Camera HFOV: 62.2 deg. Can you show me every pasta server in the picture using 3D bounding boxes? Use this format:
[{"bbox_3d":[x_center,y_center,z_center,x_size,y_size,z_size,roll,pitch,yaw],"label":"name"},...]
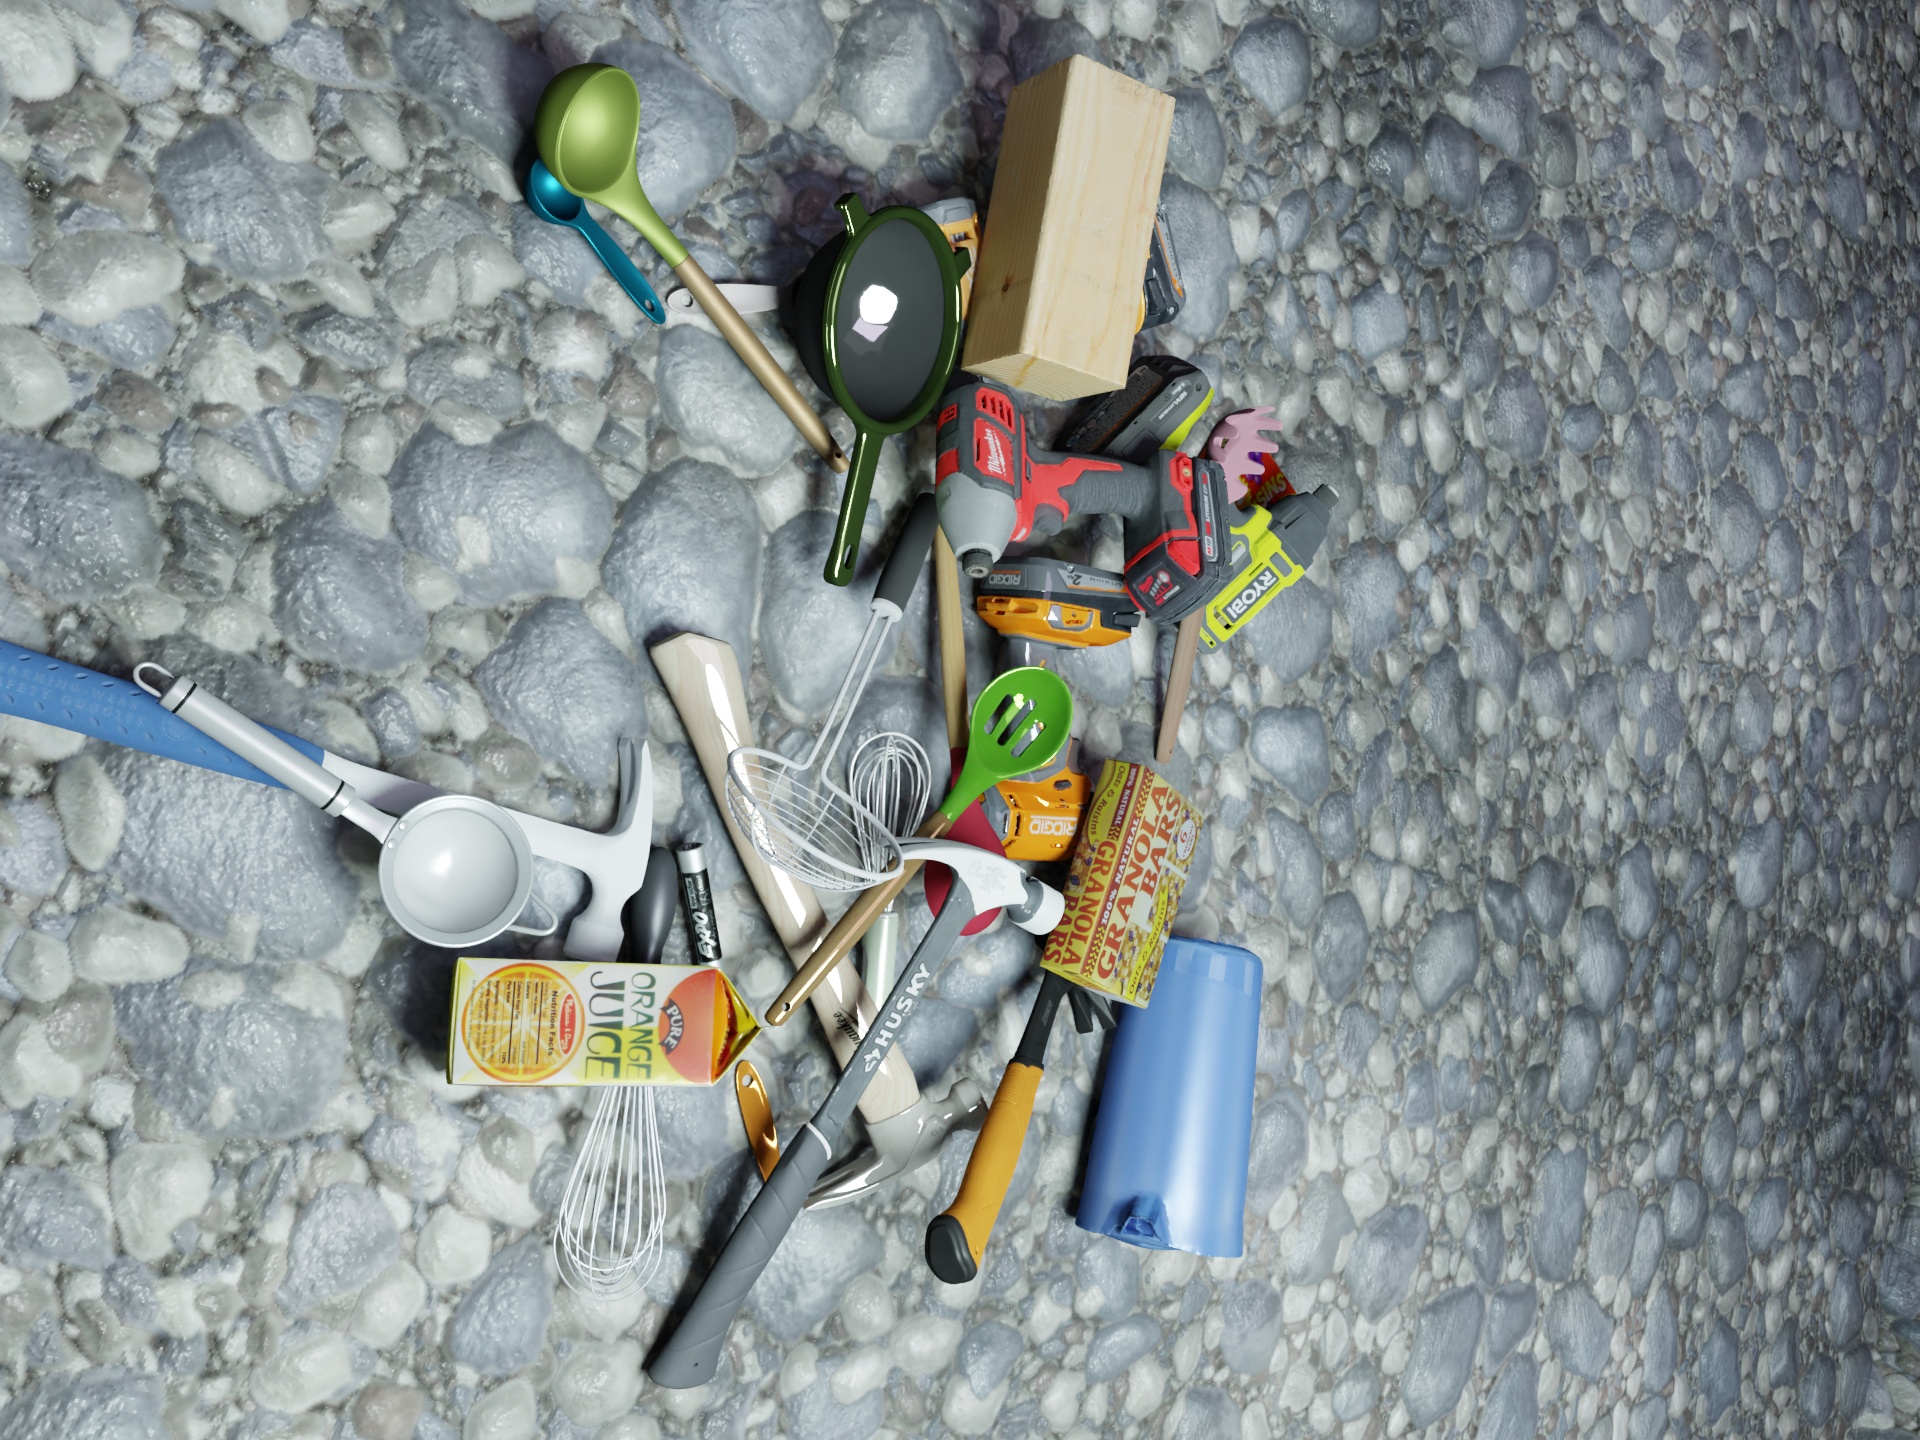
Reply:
[{"bbox_3d":[0.194,-0.101,1.262,0.060,0.040,0.316,-17,127,-38],"label":"pasta server"}]

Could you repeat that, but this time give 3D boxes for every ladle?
[{"bbox_3d":[-0.159,-0.279,1.034,0.078,0.062,0.319,-55,127,-21],"label":"ladle"},{"bbox_3d":[-0.002,-0.004,1.150,0.069,0.031,0.316,5,72,-30],"label":"ladle"}]

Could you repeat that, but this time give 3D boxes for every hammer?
[{"bbox_3d":[-0.354,0.026,0.903,0.405,0.035,0.144,23,77,-37],"label":"hammer"},{"bbox_3d":[-0.087,0.259,1.050,0.149,0.036,0.409,33,87,-36],"label":"hammer"},{"bbox_3d":[0.043,0.268,1.130,0.127,0.034,0.337,65,27,-20],"label":"hammer"},{"bbox_3d":[-0.120,0.134,1.081,0.146,0.038,0.410,-26,103,-13],"label":"hammer"}]

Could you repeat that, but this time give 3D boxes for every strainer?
[{"bbox_3d":[-0.334,0.046,0.872,0.258,0.050,0.087,40,61,-26],"label":"strainer"},{"bbox_3d":[-0.077,-0.223,1.088,0.151,0.069,0.256,0,105,-58],"label":"strainer"}]

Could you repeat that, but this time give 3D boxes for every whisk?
[{"bbox_3d":[-0.211,0.222,1.012,0.070,0.070,0.285,14,77,-38],"label":"whisk"},{"bbox_3d":[-0.057,0.131,1.143,0.059,0.058,0.246,4,91,-5],"label":"whisk"}]

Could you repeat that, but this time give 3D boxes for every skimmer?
[{"bbox_3d":[-0.054,-0.042,1.051,0.127,0.090,0.364,32,52,-15],"label":"skimmer"}]

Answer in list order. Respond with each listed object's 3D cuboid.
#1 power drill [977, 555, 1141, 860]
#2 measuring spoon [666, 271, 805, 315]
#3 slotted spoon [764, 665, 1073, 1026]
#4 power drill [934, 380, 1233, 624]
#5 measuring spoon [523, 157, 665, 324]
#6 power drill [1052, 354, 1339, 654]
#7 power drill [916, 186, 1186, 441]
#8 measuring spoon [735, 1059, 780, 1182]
[{"bbox_3d":[0.076,-0.004,1.224,0.164,0.084,0.226,7,91,-39],"label":"power drill"},{"bbox_3d":[-0.145,-0.288,1.085,0.124,0.018,0.034,-12,109,-32],"label":"measuring spoon"},{"bbox_3d":[-0.029,0.084,1.085,0.070,0.031,0.314,43,69,-6],"label":"slotted spoon"},{"bbox_3d":[0.083,-0.148,1.138,0.219,0.078,0.143,13,62,-25],"label":"power drill"},{"bbox_3d":[-0.234,-0.299,1.012,0.128,0.021,0.042,50,43,-38],"label":"measuring spoon"},{"bbox_3d":[0.195,-0.181,1.285,0.171,0.080,0.223,-44,120,5],"label":"power drill"},{"bbox_3d":[0.065,-0.314,1.211,0.226,0.084,0.185,-23,105,-32],"label":"power drill"},{"bbox_3d":[-0.138,0.290,1.099,0.021,0.011,0.117,-18,98,-33],"label":"measuring spoon"}]
